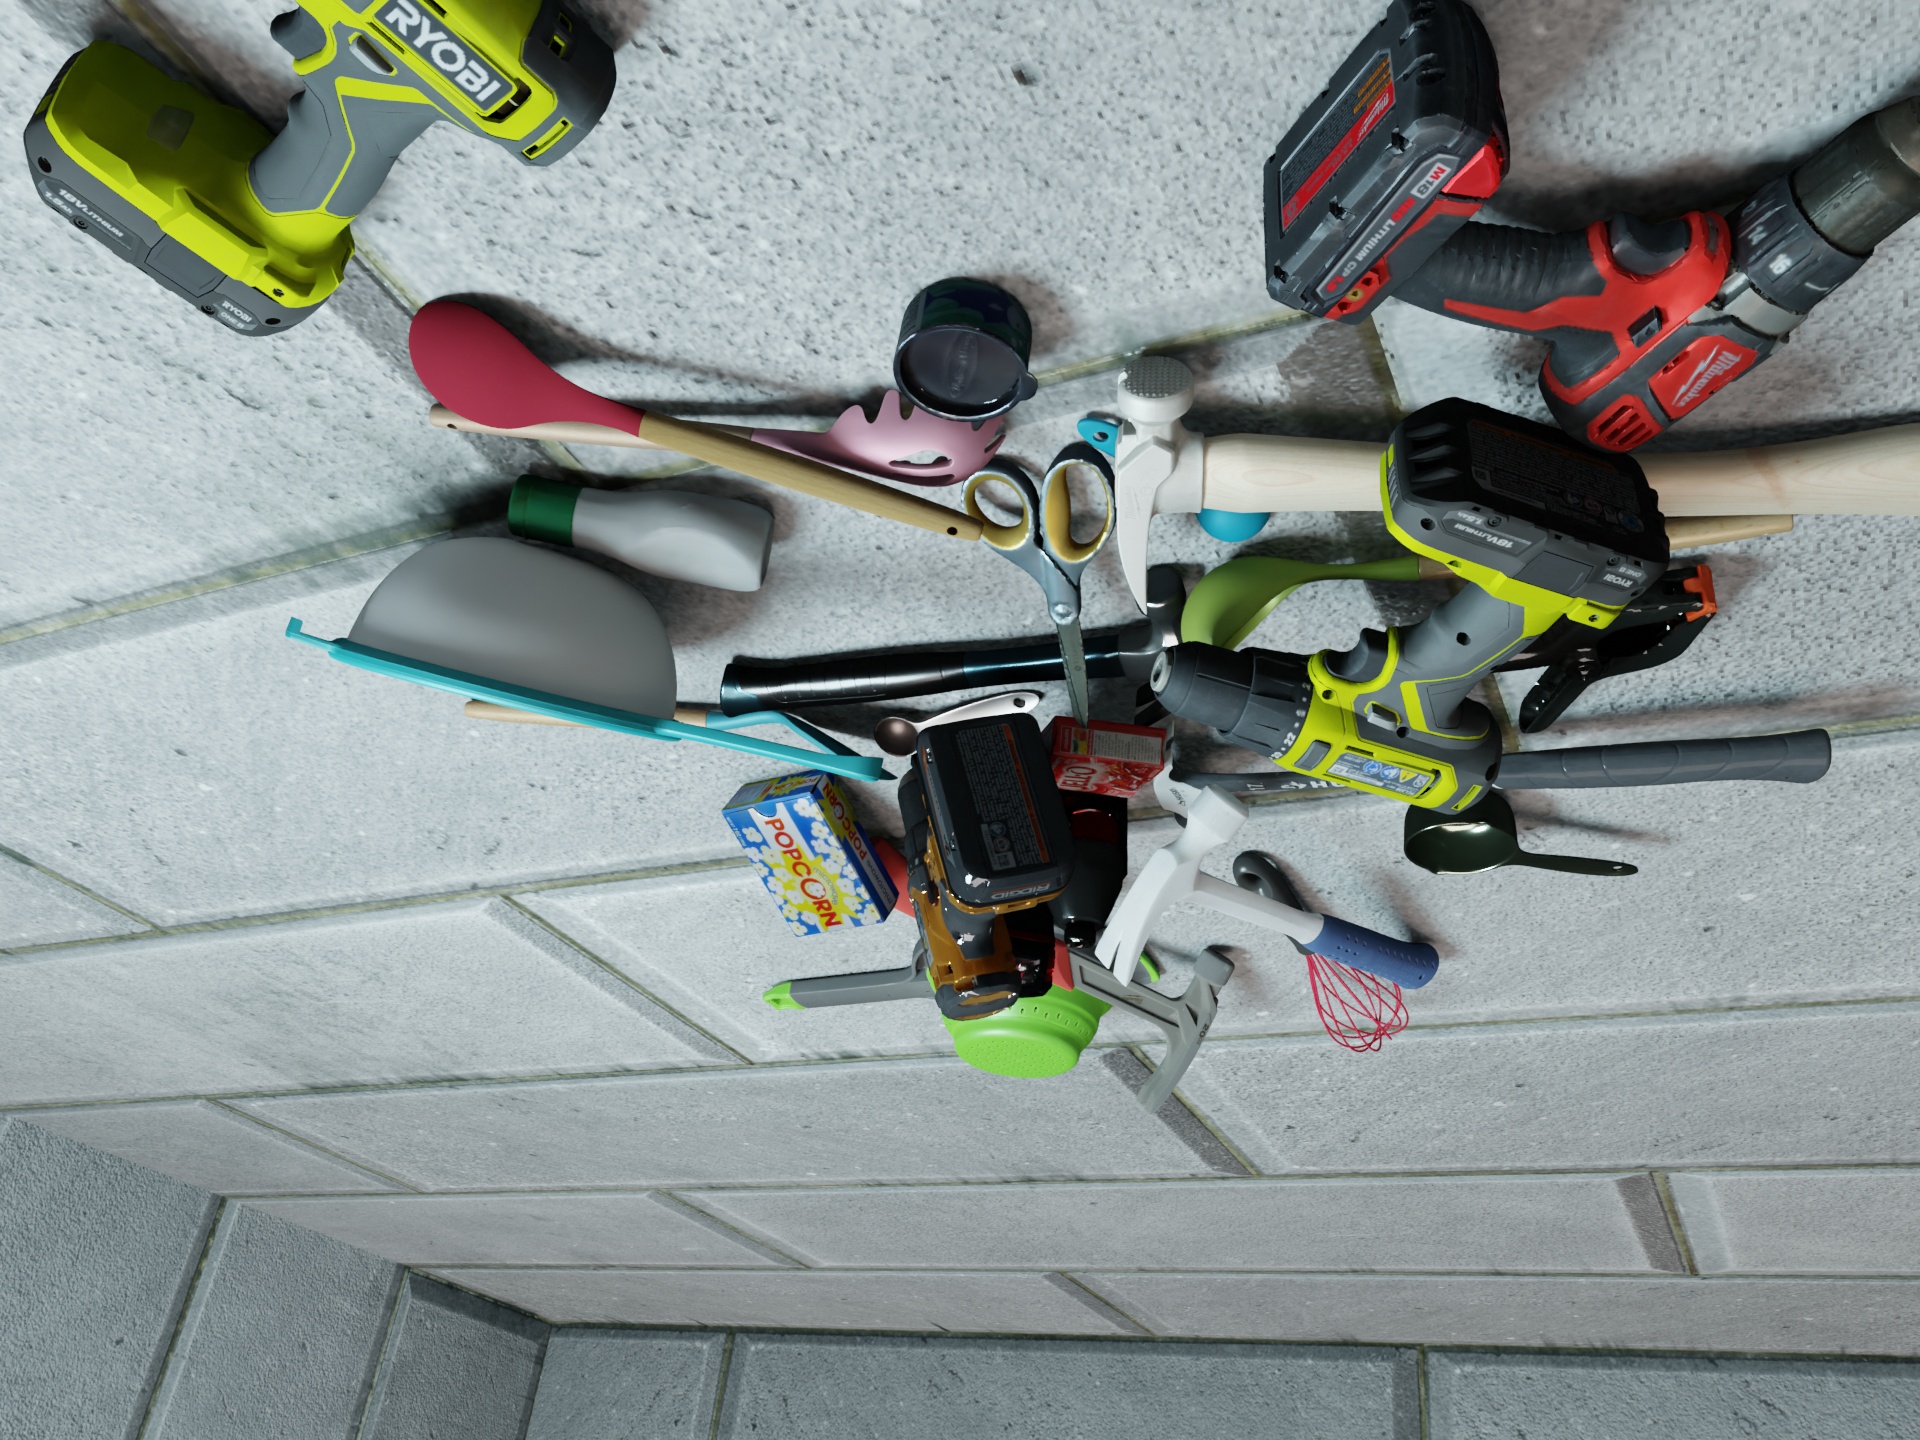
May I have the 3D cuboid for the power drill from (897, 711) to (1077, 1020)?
[{"bbox_3d":[0.004,0.077,1.048,0.084,0.186,0.226,-9,152,-13],"label":"power drill"}]

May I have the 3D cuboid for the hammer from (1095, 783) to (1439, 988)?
[{"bbox_3d":[0.247,0.154,1.164,0.405,0.035,0.144,23,107,-47],"label":"hammer"}]

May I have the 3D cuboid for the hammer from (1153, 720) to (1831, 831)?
[{"bbox_3d":[0.319,0.030,1.007,0.409,0.036,0.149,-4,157,23],"label":"hammer"}]

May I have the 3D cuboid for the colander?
[{"bbox_3d":[-0.018,0.271,1.453,0.397,0.095,0.204,-11,144,27],"label":"colander"}]

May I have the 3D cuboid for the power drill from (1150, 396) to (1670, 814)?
[{"bbox_3d":[0.220,-0.048,0.803,0.190,0.080,0.228,16,140,-10],"label":"power drill"}]

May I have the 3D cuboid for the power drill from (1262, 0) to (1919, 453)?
[{"bbox_3d":[0.257,-0.206,0.642,0.226,0.080,0.188,17,148,-20],"label":"power drill"}]

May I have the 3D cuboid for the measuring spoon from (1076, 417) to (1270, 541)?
[{"bbox_3d":[0.113,-0.125,0.849,0.128,0.021,0.042,23,145,-27],"label":"measuring spoon"}]

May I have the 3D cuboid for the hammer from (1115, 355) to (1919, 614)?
[{"bbox_3d":[0.284,-0.113,0.803,0.410,0.038,0.146,2,137,7],"label":"hammer"}]

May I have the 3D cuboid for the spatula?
[{"bbox_3d":[-0.202,0.010,1.118,0.317,0.044,0.082,3,179,11],"label":"spatula"}]

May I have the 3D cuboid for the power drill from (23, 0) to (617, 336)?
[{"bbox_3d":[-0.278,-0.267,0.660,0.223,0.080,0.171,-22,139,33],"label":"power drill"}]

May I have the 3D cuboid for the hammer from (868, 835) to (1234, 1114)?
[{"bbox_3d":[0.053,0.196,1.310,0.358,0.149,0.037,27,-177,-20],"label":"hammer"}]

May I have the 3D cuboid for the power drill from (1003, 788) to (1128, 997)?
[{"bbox_3d":[0.060,0.121,1.149,0.078,0.143,0.219,10,151,-14],"label":"power drill"}]

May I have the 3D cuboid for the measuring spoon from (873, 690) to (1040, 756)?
[{"bbox_3d":[-0.002,-0.003,1.085,0.124,0.018,0.034,-15,120,22],"label":"measuring spoon"}]

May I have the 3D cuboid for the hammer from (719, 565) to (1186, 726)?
[{"bbox_3d":[-0.007,-0.032,1.018,0.331,0.033,0.128,-5,145,20],"label":"hammer"}]

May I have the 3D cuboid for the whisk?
[{"bbox_3d":[0.292,0.191,1.297,0.073,0.073,0.295,-14,136,31],"label":"whisk"}]

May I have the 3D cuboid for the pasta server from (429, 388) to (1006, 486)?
[{"bbox_3d":[-0.134,-0.157,0.853,0.316,0.040,0.060,6,149,10],"label":"pasta server"}]

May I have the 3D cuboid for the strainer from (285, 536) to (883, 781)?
[{"bbox_3d":[-0.198,-0.043,0.934,0.340,0.095,0.211,13,178,15],"label":"strainer"}]

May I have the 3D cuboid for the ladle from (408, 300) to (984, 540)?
[{"bbox_3d":[-0.139,-0.145,0.823,0.315,0.031,0.069,17,136,-2],"label":"ladle"}]

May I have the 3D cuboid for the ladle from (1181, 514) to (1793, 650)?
[{"bbox_3d":[0.279,-0.075,0.867,0.320,0.062,0.078,-7,-179,16],"label":"ladle"}]

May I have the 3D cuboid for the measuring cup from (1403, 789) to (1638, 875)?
[{"bbox_3d":[0.392,0.081,1.112,0.167,0.038,0.083,8,149,-5],"label":"measuring cup"}]
